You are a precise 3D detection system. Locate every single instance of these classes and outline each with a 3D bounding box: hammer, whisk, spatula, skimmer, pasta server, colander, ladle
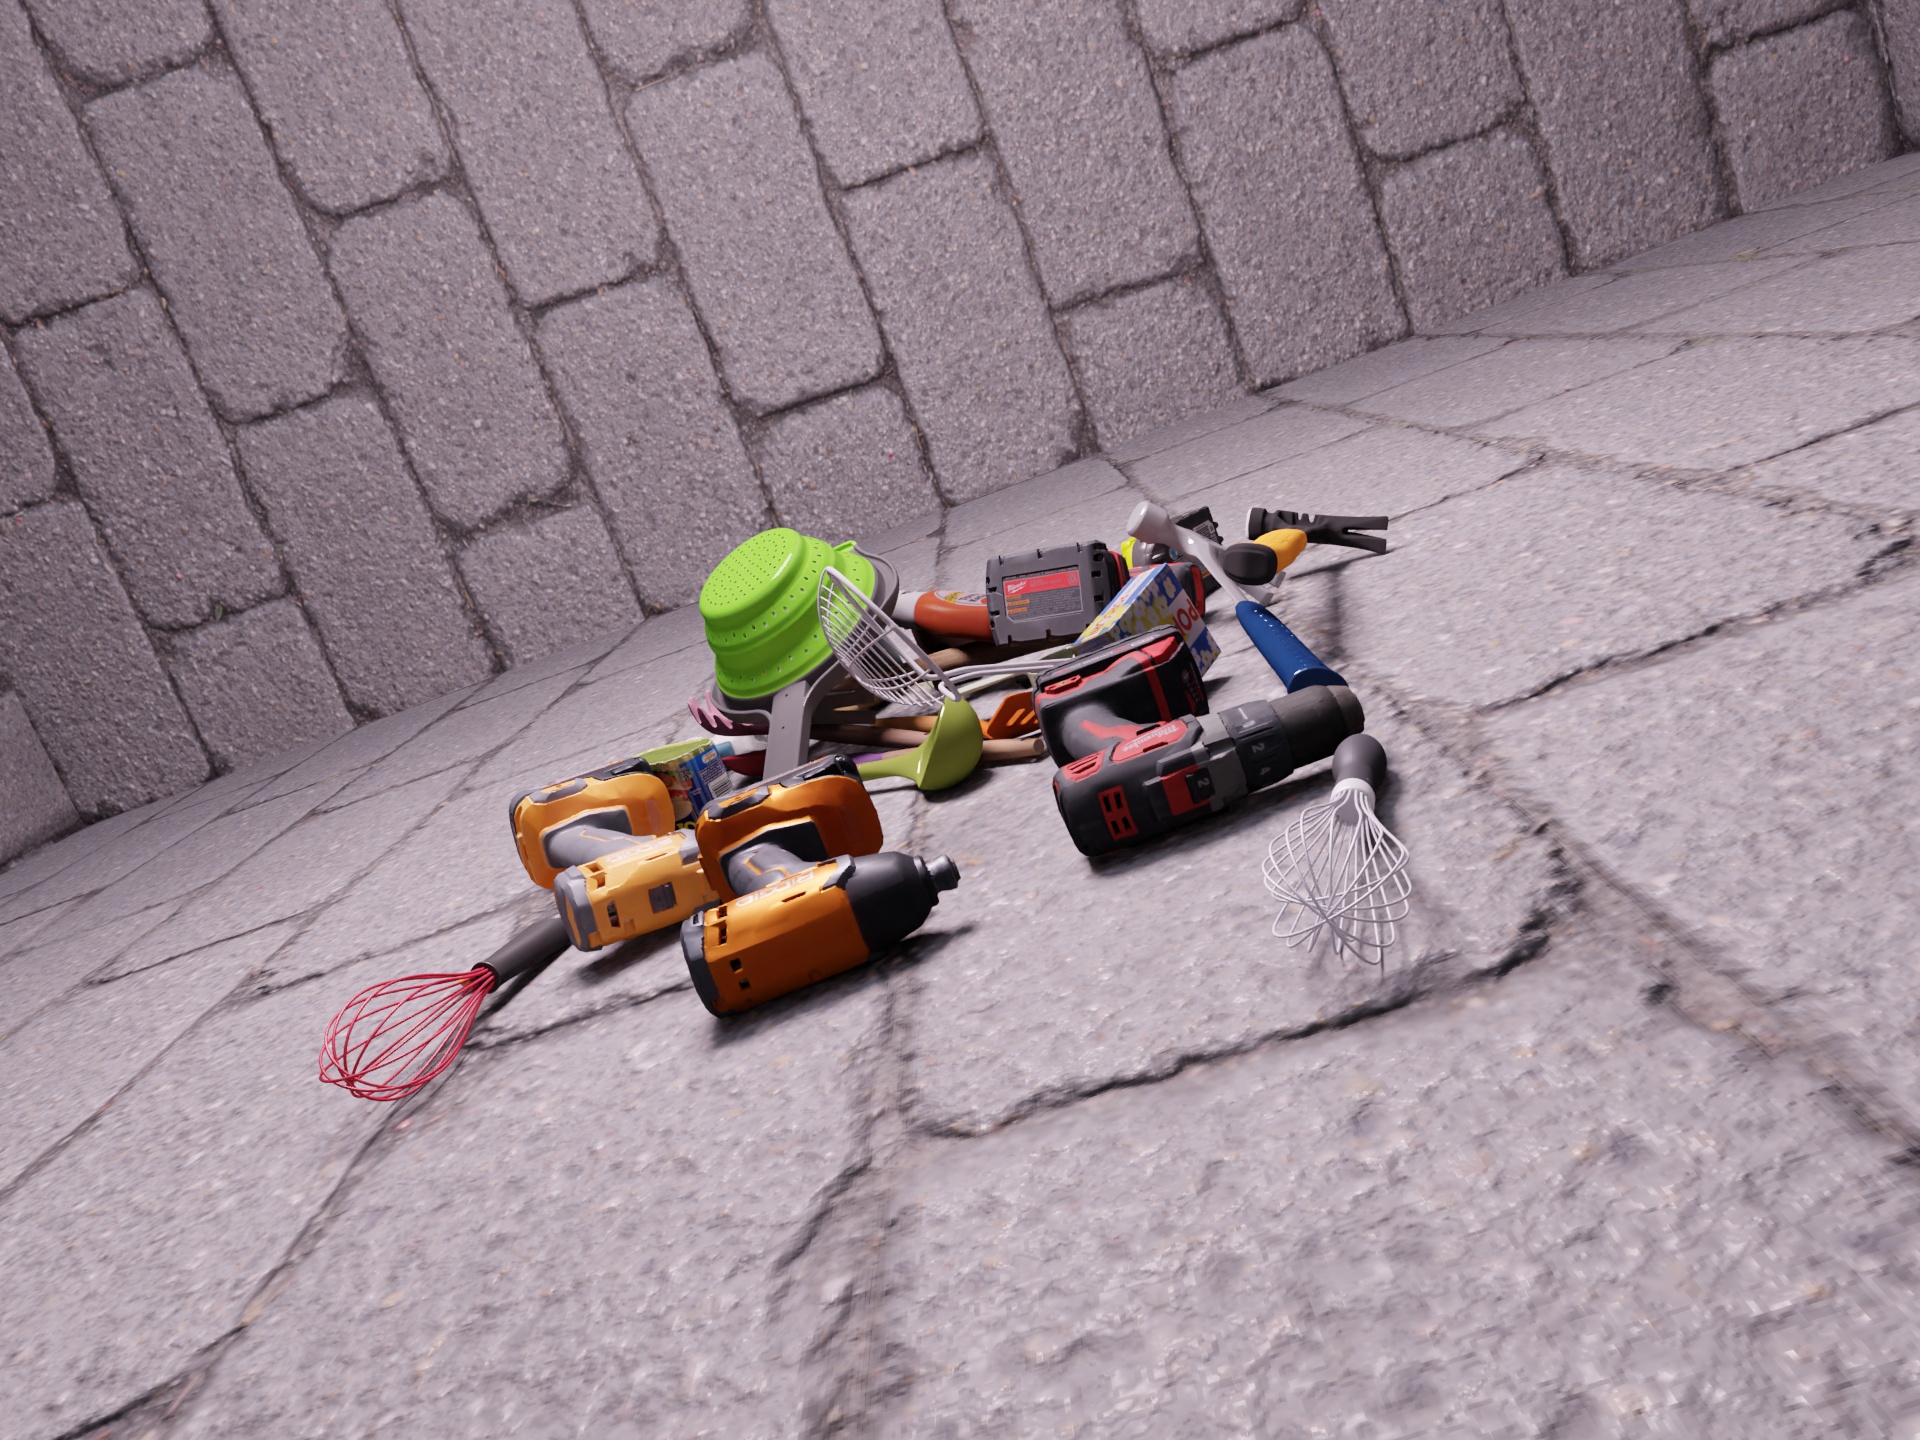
[{"bbox_3d":[-0.282,0.073,1.492,0.128,0.033,0.331,-15,14,27],"label":"hammer"},{"bbox_3d":[0.228,-0.086,1.233,0.035,0.144,0.406,-62,13,16],"label":"hammer"},{"bbox_3d":[-0.016,-0.052,1.475,0.331,0.031,0.130,-16,20,-26],"label":"hammer"},{"bbox_3d":[-0.333,0.181,1.078,0.073,0.073,0.296,-17,7,17],"label":"whisk"},{"bbox_3d":[-0.002,-0.004,1.352,0.081,0.041,0.323,-5,2,-29],"label":"spatula"},{"bbox_3d":[0.055,-0.065,1.170,0.363,0.090,0.127,-5,33,-38],"label":"skimmer"},{"bbox_3d":[-0.135,0.002,1.445,0.316,0.040,0.060,5,22,42],"label":"pasta server"},{"bbox_3d":[-0.042,0.031,1.320,0.060,0.018,0.316,-28,14,-38],"label":"spatula"},{"bbox_3d":[0.276,-0.145,1.314,0.127,0.034,0.337,7,14,18],"label":"hammer"},{"bbox_3d":[-0.162,-0.050,1.347,0.204,0.094,0.398,-26,35,20],"label":"colander"},{"bbox_3d":[-0.117,-0.007,1.579,0.069,0.031,0.315,-4,19,39],"label":"ladle"},{"bbox_3d":[-0.105,0.040,1.300,0.320,0.062,0.078,-14,50,41],"label":"ladle"},{"bbox_3d":[0.195,0.051,0.796,0.070,0.070,0.284,-16,8,20],"label":"whisk"}]

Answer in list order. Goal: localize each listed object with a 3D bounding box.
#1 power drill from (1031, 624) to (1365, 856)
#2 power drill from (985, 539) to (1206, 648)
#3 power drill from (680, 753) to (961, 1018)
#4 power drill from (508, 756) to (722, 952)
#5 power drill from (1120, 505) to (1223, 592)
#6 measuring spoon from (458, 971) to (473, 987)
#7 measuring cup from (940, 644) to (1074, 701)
[{"bbox_3d":[0.141,0.004,1.021,0.188,0.080,0.227,-21,16,1],"label":"power drill"},{"bbox_3d":[0.116,-0.108,1.408,0.143,0.078,0.219,-6,-1,30],"label":"power drill"},{"bbox_3d":[-0.090,0.095,0.999,0.164,0.084,0.227,-21,17,-3],"label":"power drill"},{"bbox_3d":[-0.231,0.092,1.199,0.185,0.084,0.226,-19,20,-24],"label":"power drill"},{"bbox_3d":[0.157,-0.149,1.629,0.228,0.080,0.190,-12,13,43],"label":"power drill"},{"bbox_3d":[-0.331,0.175,1.204,0.021,0.011,0.117,-12,12,39],"label":"measuring spoon"},{"bbox_3d":[0.059,-0.027,1.361,0.167,0.038,0.083,-16,13,27],"label":"measuring cup"}]
